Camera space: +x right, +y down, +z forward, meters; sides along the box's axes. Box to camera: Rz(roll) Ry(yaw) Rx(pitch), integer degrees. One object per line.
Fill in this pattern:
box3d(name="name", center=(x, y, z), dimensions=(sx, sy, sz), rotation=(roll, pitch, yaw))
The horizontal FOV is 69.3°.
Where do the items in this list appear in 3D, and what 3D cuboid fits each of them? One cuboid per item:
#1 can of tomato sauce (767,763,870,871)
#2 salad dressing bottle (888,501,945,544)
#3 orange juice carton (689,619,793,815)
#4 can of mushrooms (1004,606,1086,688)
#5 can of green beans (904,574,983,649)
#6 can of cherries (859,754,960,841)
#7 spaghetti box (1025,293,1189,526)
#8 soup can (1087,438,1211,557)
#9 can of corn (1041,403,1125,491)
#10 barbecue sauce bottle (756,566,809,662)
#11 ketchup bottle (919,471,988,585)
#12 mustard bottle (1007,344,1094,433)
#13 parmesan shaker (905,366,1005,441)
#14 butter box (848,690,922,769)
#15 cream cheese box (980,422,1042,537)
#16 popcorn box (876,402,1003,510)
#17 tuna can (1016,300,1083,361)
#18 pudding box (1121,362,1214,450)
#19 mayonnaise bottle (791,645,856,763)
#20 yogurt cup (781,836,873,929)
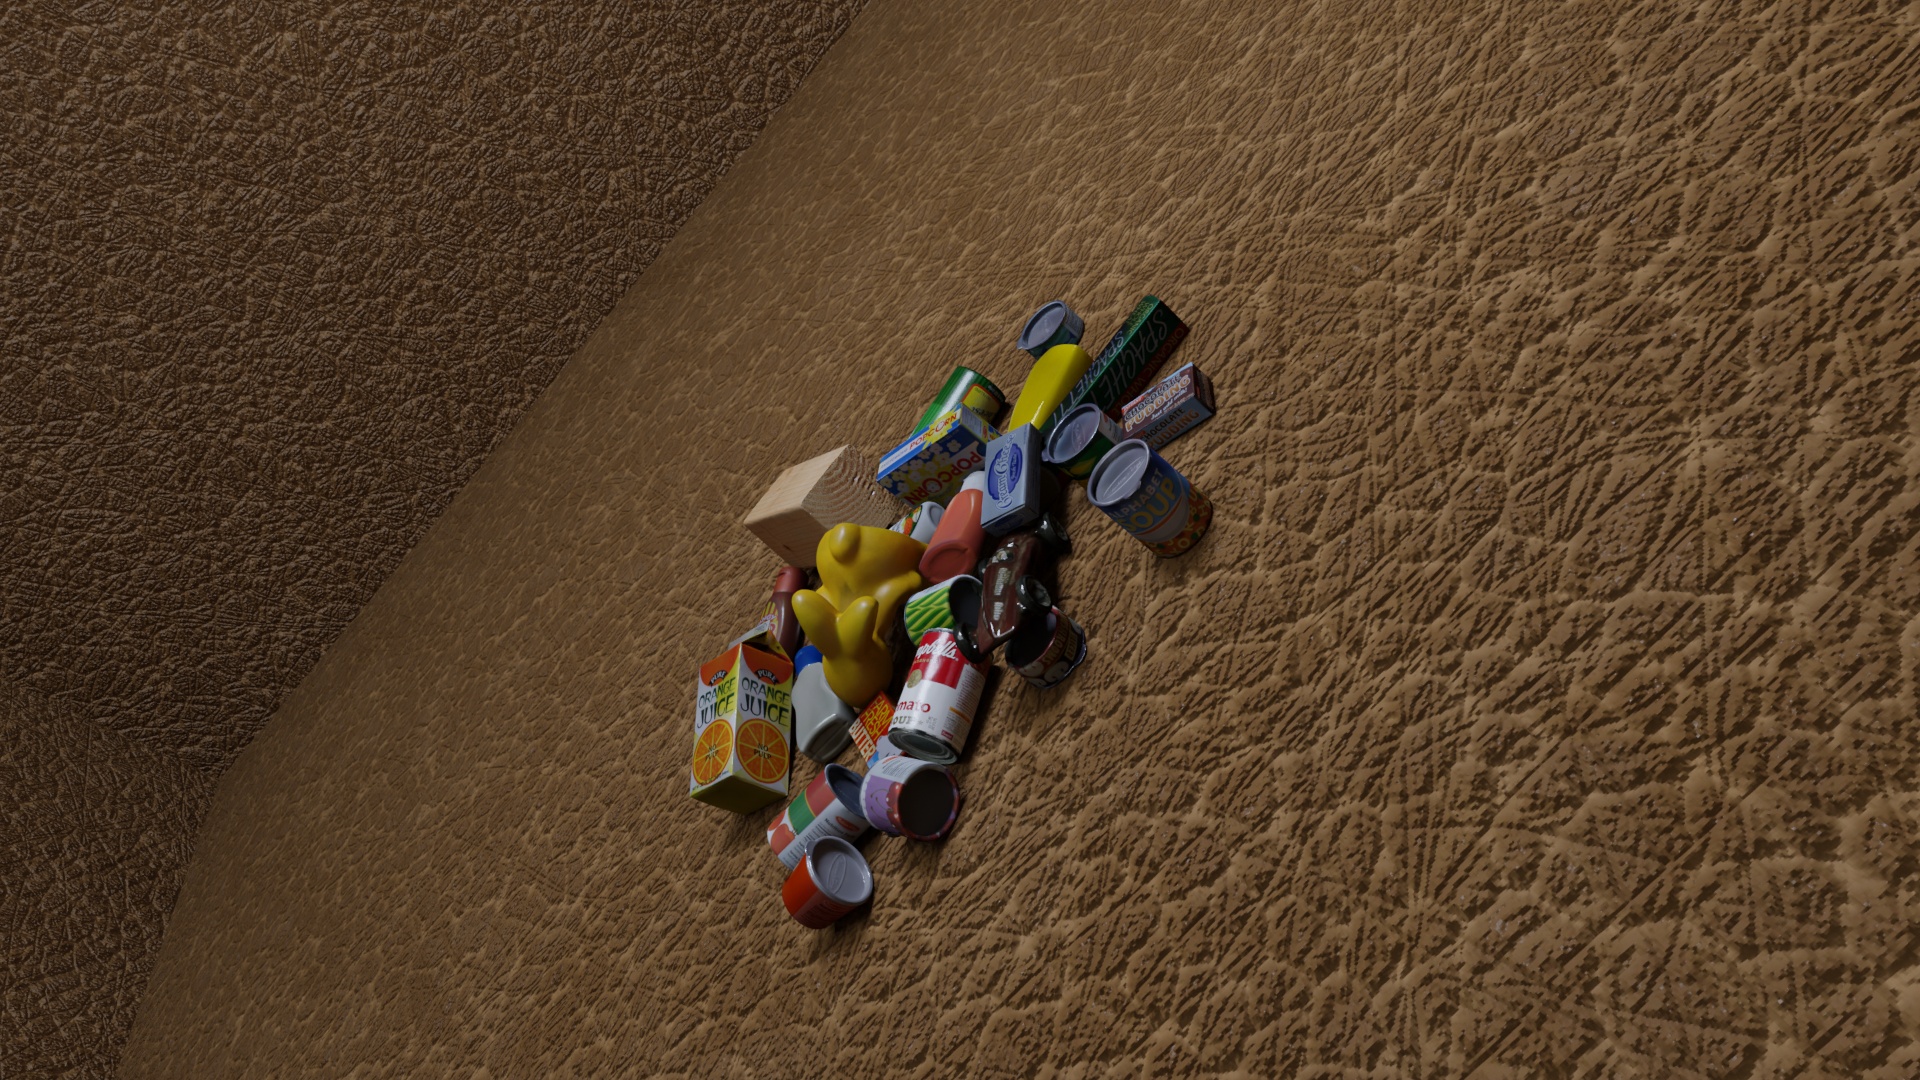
box3d(name="can of tomato sauce", center=(-0.124, 0.253, 1.255), dimensions=(0.083, 0.071, 0.071), rotation=(-46, 29, 13))
box3d(name="salad dressing bottle", center=(-0.073, 0.015, 1.469), dimensions=(0.147, 0.044, 0.064), rotation=(-35, 27, 29))
box3d(name="orange juice carton", center=(-0.225, 0.178, 1.444), dimensions=(0.071, 0.073, 0.193), rotation=(-30, 47, 35))
box3d(name="can of mushrooms", center=(0.073, 0.090, 1.185), dimensions=(0.071, 0.033, 0.071), rotation=(-36, 32, 27))
box3d(name="can of green beans", center=(-0.009, 0.071, 1.290), dimensions=(0.057, 0.071, 0.071), rotation=(-25, 39, 40))
box3d(name="can of cherries", center=(-0.042, 0.220, 1.176), dimensions=(0.058, 0.071, 0.072), rotation=(-2, 56, 54))
box3d(name="spaghetti box", center=(0.123, -0.124, 1.332), dimensions=(0.250, 0.050, 0.029), rotation=(-51, 30, 2))
box3d(name="soup can", center=(0.157, -0.032, 1.145), dimensions=(0.071, 0.083, 0.072), rotation=(-36, 33, 28))
box3d(name="can of corn", center=(0.120, -0.082, 1.280), dimensions=(0.071, 0.058, 0.071), rotation=(-36, 33, 28))
box3d(name="barbecue sauce bottle", center=(-0.205, 0.097, 1.570), dimensions=(0.064, 0.043, 0.149), rotation=(-27, 37, 38))
box3d(name="ketchup bottle", center=(0.005, -0.017, 1.358), dimensions=(0.064, 0.043, 0.149), rotation=(-37, 17, 32))
box3d(name="mustard bottle", center=(0.081, -0.121, 1.392), dimensions=(0.065, 0.048, 0.161), rotation=(0, 58, 56))
box3d(name="parmesan shaker", center=(-0.006, -0.131, 1.506), dimensions=(0.103, 0.071, 0.071), rotation=(-57, 29, -8))
box3d(name="butter box", center=(-0.068, 0.186, 1.292), dimensions=(0.053, 0.024, 0.104), rotation=(-51, 29, 5))
box3d(name="cream cheese box", center=(0.048, -0.058, 1.292), dimensions=(0.053, 0.024, 0.104), rotation=(-26, 43, 34))
box3d(name="popcorn box", center=(-0.014, -0.079, 1.445), dimensions=(0.126, 0.085, 0.038), rotation=(-32, 34, 34))
box3d(name="tuna can", center=(0.097, -0.222, 1.497), dimensions=(0.071, 0.033, 0.071), rotation=(-36, 33, 28))
box3d(name="pudding box", center=(0.187, -0.118, 1.253), dimensions=(0.083, 0.030, 0.050), rotation=(-32, 34, 32))
box3d(name="mayonnaise bottle", center=(-0.143, 0.160, 1.414), dimensions=(0.064, 0.041, 0.149), rotation=(-46, 28, 13))
box3d(name="yogurt cup", center=(-0.117, 0.298, 1.199), dimensions=(0.053, 0.072, 0.073), rotation=(-48, 28, 26))
